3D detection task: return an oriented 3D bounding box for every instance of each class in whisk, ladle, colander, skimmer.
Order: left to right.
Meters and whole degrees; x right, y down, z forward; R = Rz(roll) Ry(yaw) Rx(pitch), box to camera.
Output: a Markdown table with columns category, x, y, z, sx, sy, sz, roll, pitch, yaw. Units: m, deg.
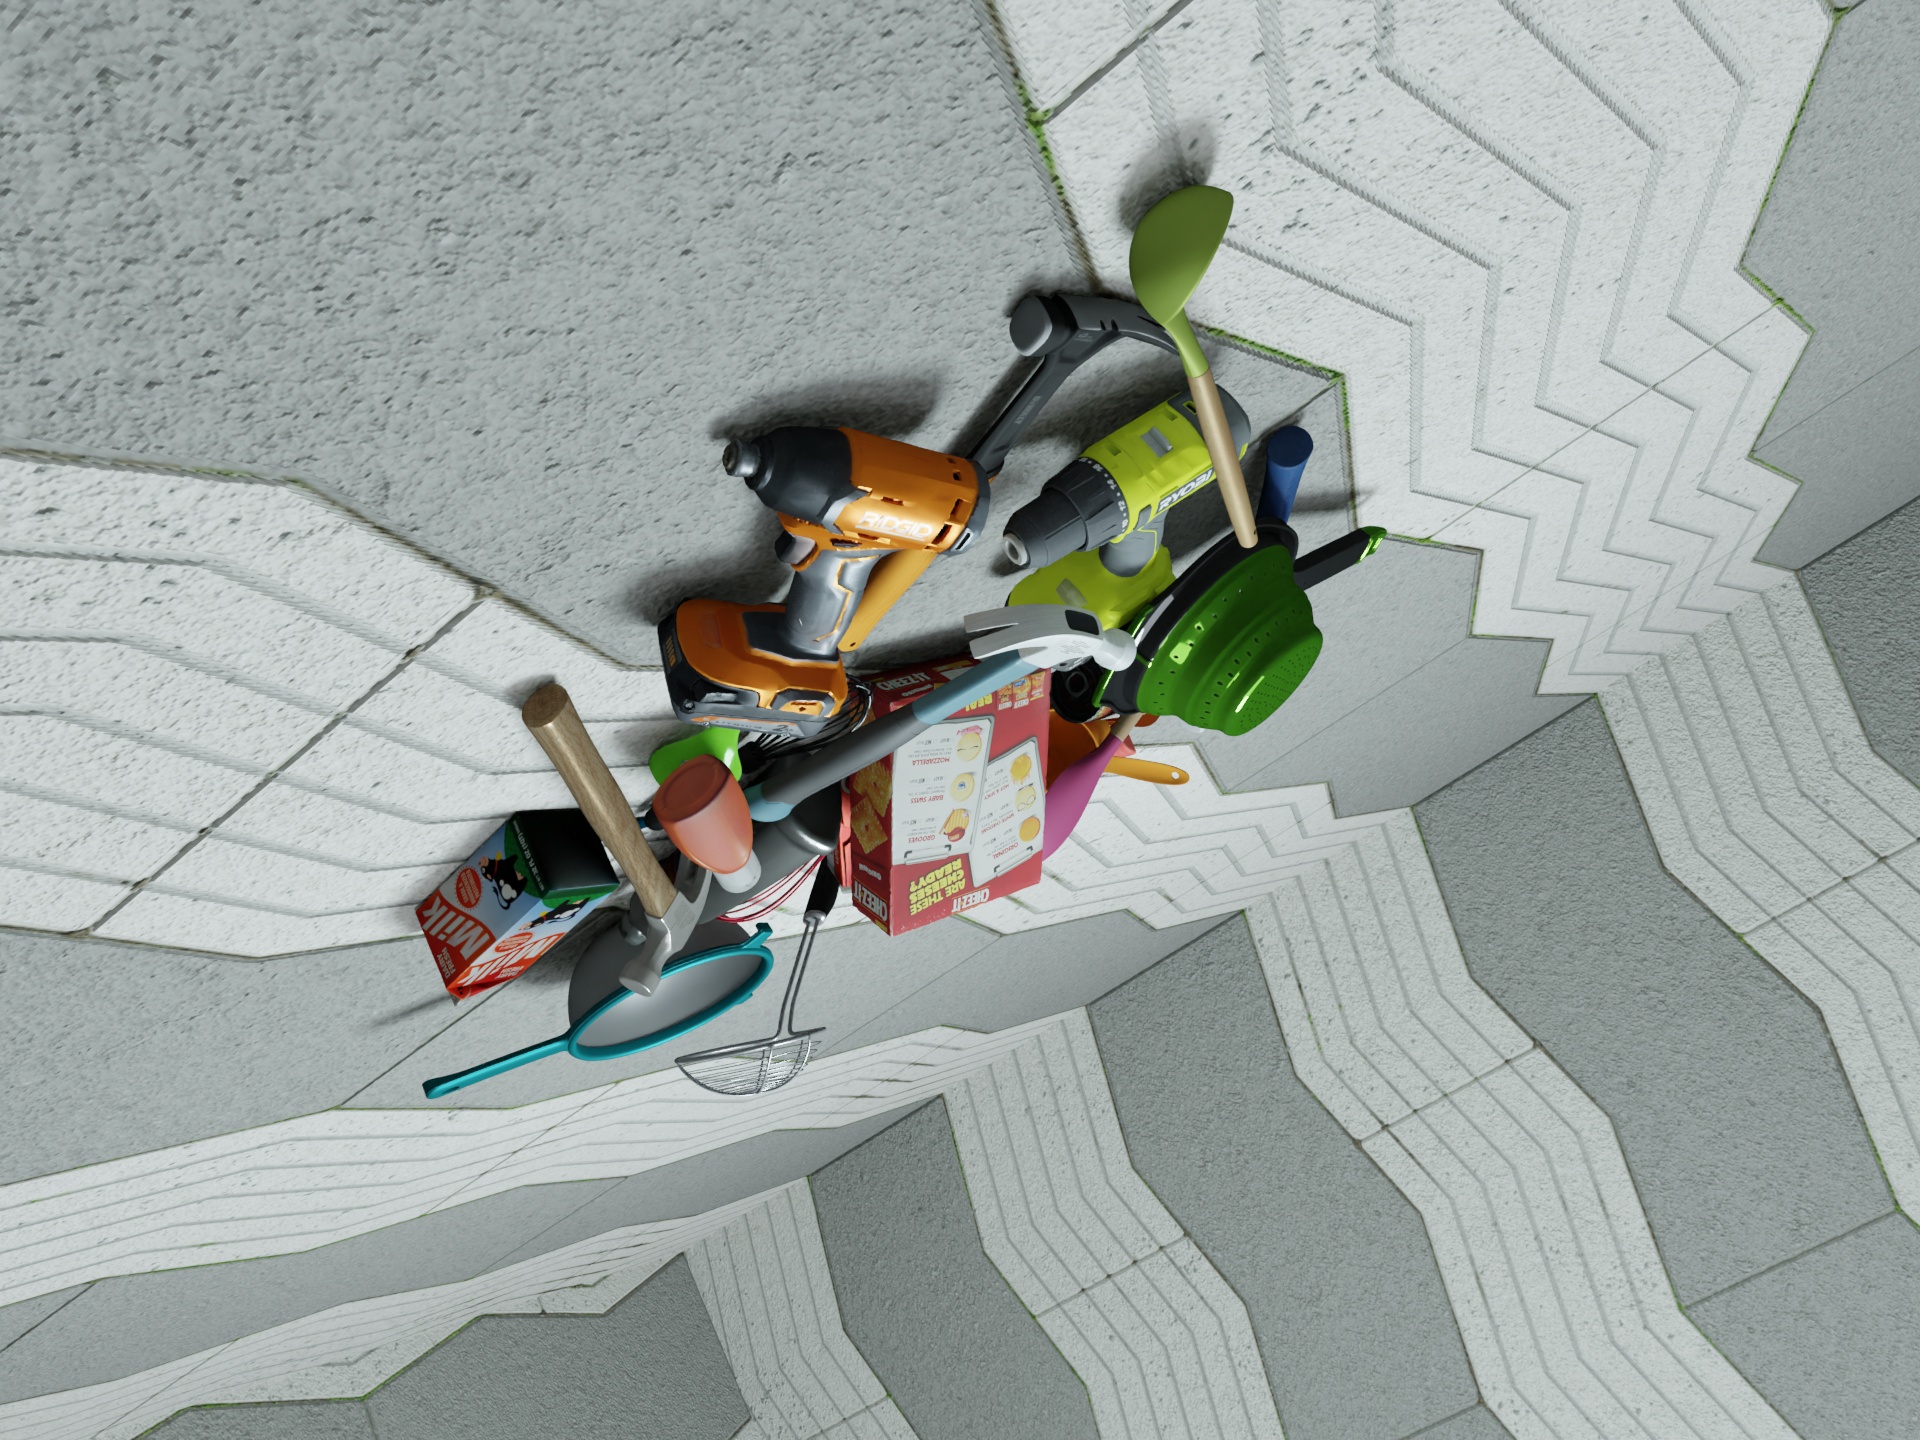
| category | x | y | z | sx | sy | sz | roll | pitch | yaw |
| --- | --- | --- | --- | --- | --- | --- | --- | --- | --- |
| whisk | -0.163 | 0.029 | 1.265 | 0.239 | 0.055 | 0.055 | -32 | 161 | 22 |
| skimmer | -0.156 | 0.198 | 1.429 | 0.127 | 0.364 | 0.090 | -14 | 121 | 19 |
| whisk | -0.118 | 0.100 | 1.488 | 0.296 | 0.073 | 0.073 | -31 | 161 | -10 |
| ladle | 0.164 | -0.202 | 0.991 | 0.062 | 0.078 | 0.319 | 9 | 155 | 25 |
| colander | 0.276 | -0.082 | 1.327 | 0.397 | 0.095 | 0.204 | -26 | 151 | -42 |

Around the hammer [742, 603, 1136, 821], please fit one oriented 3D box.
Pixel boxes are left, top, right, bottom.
| category | x | y | z | sx | sy | sz | roll | pitch | yaw |
| --- | --- | --- | --- | --- | --- | --- | --- | --- | --- |
| hammer | -0.036 | 0.000 | 1.182 | 0.331 | 0.033 | 0.128 | -29 | 152 | 30 |

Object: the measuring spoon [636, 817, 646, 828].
| category | x | y | z | sx | sy | sz | roll | pitch | yaw |
| --- | --- | --- | --- | --- | --- | --- | --- | --- | --- |
| measuring spoon | -0.264 | 0.094 | 1.323 | 0.128 | 0.021 | 0.042 | -15 | 157 | -37 |

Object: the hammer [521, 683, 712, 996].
| category | x | y | z | sx | sy | sz | roll | pitch | yaw |
| --- | --- | --- | --- | --- | --- | --- | --- | --- | --- |
| hammer | -0.250 | 0.078 | 1.172 | 0.331 | 0.031 | 0.130 | 78 | 34 | -55 |

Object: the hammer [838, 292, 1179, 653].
| category | x | y | z | sx | sy | sz | roll | pitch | yaw |
| --- | --- | --- | --- | --- | --- | --- | --- | --- | --- |
| hammer | 0.003 | -0.151 | 1.053 | 0.127 | 0.034 | 0.336 | -8 | 152 | -43 |

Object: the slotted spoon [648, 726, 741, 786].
| category | x | y | z | sx | sy | sz | roll | pitch | yaw |
| --- | --- | --- | --- | --- | --- | --- | --- | --- | --- |
| slotted spoon | -0.148 | -0.029 | 1.154 | 0.070 | 0.031 | 0.313 | 20 | 134 | -23 |

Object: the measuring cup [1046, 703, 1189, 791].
| category | x | y | z | sx | sy | sz | roll | pitch | yaw |
| --- | --- | --- | --- | --- | --- | --- | --- | --- | --- |
| measuring cup | 0.140 | 0.030 | 1.507 | 0.052 | 0.174 | 0.095 | -38 | 135 | -57 |

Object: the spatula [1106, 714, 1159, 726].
| category | x | y | z | sx | sy | sz | roll | pitch | yaw |
| --- | --- | --- | --- | --- | --- | --- | --- | --- | --- |
| spatula | 0.051 | 0.037 | 1.584 | 0.322 | 0.041 | 0.081 | -24 | 162 | -11 |

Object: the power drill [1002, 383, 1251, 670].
| category | x | y | z | sx | sy | sz | roll | pitch | yaw |
| --- | --- | --- | --- | --- | --- | --- | --- | --- | --- |
| power drill | 0.100 | -0.128 | 1.142 | 0.190 | 0.080 | 0.228 | -34 | 164 | -19 |

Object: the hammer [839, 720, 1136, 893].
| category | x | y | z | sx | sy | sz | roll | pitch | yaw |
| --- | --- | --- | --- | --- | --- | --- | --- | --- | --- |
| hammer | 0.032 | 0.093 | 1.643 | 0.359 | 0.037 | 0.149 | -32 | 163 | 35 |

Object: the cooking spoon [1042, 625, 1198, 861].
| category | x | y | z | sx | sy | sz | roll | pitch | yaw |
| --- | --- | --- | --- | --- | --- | --- | --- | --- | --- |
| cooking spoon | 0.155 | -0.005 | 1.444 | 0.319 | 0.017 | 0.068 | -55 | 142 | -6 |

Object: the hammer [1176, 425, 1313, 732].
| category | x | y | z | sx | sy | sz | roll | pitch | yaw |
| --- | --- | --- | --- | --- | --- | --- | --- | --- | --- |
| hammer | 0.265 | -0.129 | 1.420 | 0.144 | 0.035 | 0.405 | -48 | 162 | -19 |

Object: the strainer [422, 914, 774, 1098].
| category | x | y | z | sx | sy | sz | roll | pitch | yaw |
| --- | --- | --- | --- | --- | --- | --- | --- | --- | --- |
| strainer | -0.350 | 0.256 | 1.511 | 0.340 | 0.095 | 0.211 | -18 | 157 | -23 |

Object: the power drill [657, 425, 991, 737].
| category | x | y | z | sx | sy | sz | roll | pitch | yaw |
| --- | --- | --- | --- | --- | --- | --- | --- | --- | --- |
| power drill | -0.104 | -0.090 | 0.981 | 0.164 | 0.084 | 0.226 | 9 | 138 | -34 |

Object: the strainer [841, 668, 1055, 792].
| category | x | y | z | sx | sy | sz | roll | pitch | yaw |
| --- | --- | --- | --- | --- | --- | --- | --- | --- | --- |
| strainer | -0.002 | -0.004 | 1.393 | 0.258 | 0.086 | 0.050 | -30 | -166 | -20 |
